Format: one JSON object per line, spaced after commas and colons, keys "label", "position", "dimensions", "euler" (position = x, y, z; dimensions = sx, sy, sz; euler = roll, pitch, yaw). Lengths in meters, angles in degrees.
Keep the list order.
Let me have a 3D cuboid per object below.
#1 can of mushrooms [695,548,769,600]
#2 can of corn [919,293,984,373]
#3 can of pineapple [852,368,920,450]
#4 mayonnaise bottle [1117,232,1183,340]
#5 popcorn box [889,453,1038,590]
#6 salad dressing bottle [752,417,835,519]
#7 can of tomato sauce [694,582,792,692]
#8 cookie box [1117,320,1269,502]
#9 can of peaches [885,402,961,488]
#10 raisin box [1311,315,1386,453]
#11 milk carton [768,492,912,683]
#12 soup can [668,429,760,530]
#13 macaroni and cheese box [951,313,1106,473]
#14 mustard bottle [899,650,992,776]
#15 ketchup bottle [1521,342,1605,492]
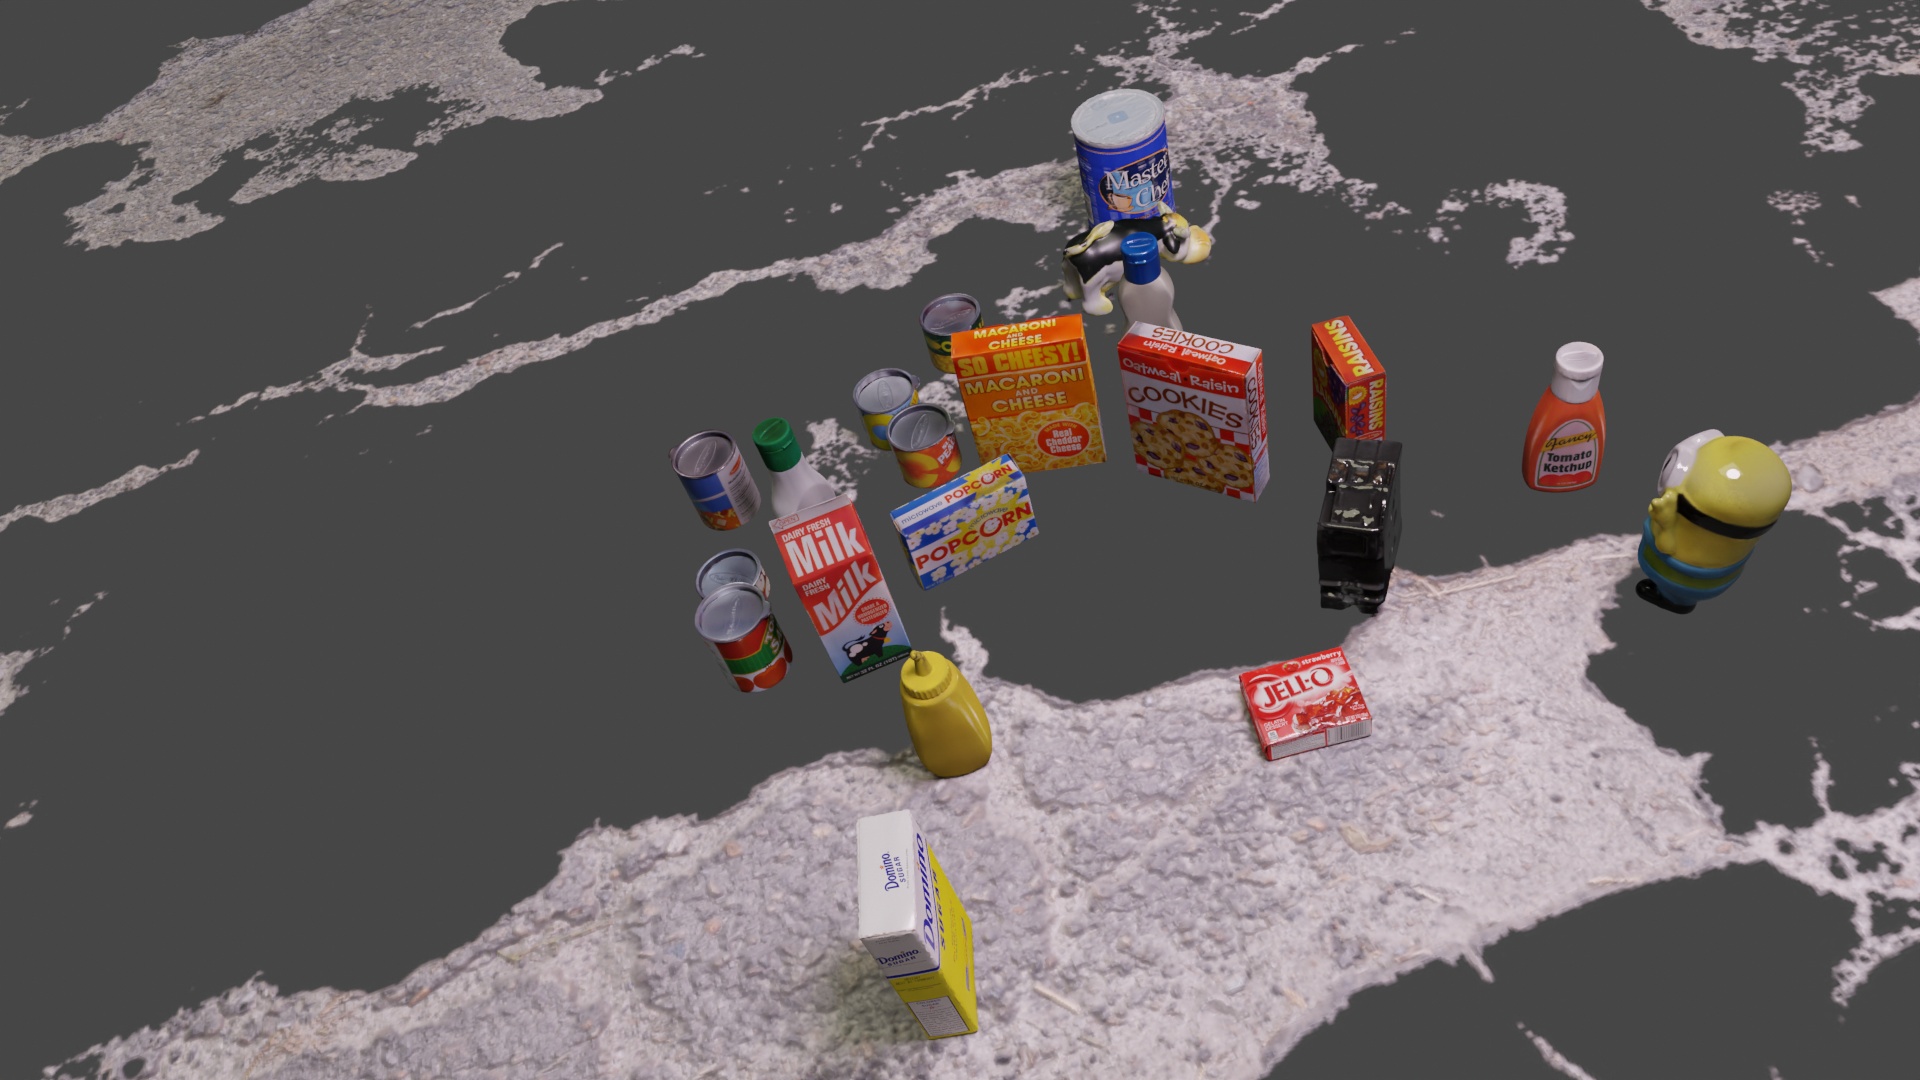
{"label": "can of mushrooms", "position": [-0.220, 0.045, 1.338], "dimensions": [0.071, 0.033, 0.071], "euler": [-8, 49, 9]}
{"label": "can of corn", "position": [-0.005, -0.220, 1.493], "dimensions": [0.071, 0.058, 0.071], "euler": [-8, 49, 9]}
{"label": "can of pineapple", "position": [-0.071, -0.135, 1.437], "dimensions": [0.071, 0.057, 0.071], "euler": [-8, 49, 9]}
{"label": "mayonnaise bottle", "position": [0.188, -0.242, 1.399], "dimensions": [0.065, 0.147, 0.041], "euler": [-6, 49, 11]}
{"label": "popcorn box", "position": [0.005, -0.016, 1.295], "dimensions": [0.127, 0.084, 0.038], "euler": [-27, 49, -9]}
{"label": "salad dressing bottle", "position": [-0.159, -0.055, 1.331], "dimensions": [0.044, 0.147, 0.064], "euler": [28, 62, 33]}
{"label": "can of tomato sauce", "position": [-0.193, 0.089, 1.259], "dimensions": [0.071, 0.082, 0.071], "euler": [-8, 49, 9]}
{"label": "cookie box", "position": [0.215, -0.115, 1.269], "dimensions": [0.123, 0.166, 0.040], "euler": [18, 57, 28]}
{"label": "can of peaches", "position": [-0.034, -0.094, 1.392], "dimensions": [0.071, 0.057, 0.071], "euler": [-8, 49, 9]}
{"label": "raisin box", "position": [0.355, -0.132, 1.275], "dimensions": [0.040, 0.122, 0.086], "euler": [-16, 48, 1]}
{"label": "milk carton", "position": [-0.105, 0.033, 1.211], "dimensions": [0.072, 0.189, 0.074], "euler": [-22, 48, -4]}
{"label": "soup can", "position": [-0.248, -0.061, 1.403], "dimensions": [0.071, 0.083, 0.072], "euler": [-8, 49, 9]}
{"label": "macaroni and cheese box", "position": [0.067, -0.136, 1.328], "dimensions": [0.124, 0.165, 0.040], "euler": [-8, 49, 9]}
{"label": "mustard bottle", "position": [-0.017, 0.132, 1.122], "dimensions": [0.065, 0.159, 0.049], "euler": [-16, 48, 2]}
{"label": "ketchup bottle", "position": [0.521, -0.104, 1.190], "dimensions": [0.065, 0.148, 0.044], "euler": [-5, 49, 11]}
